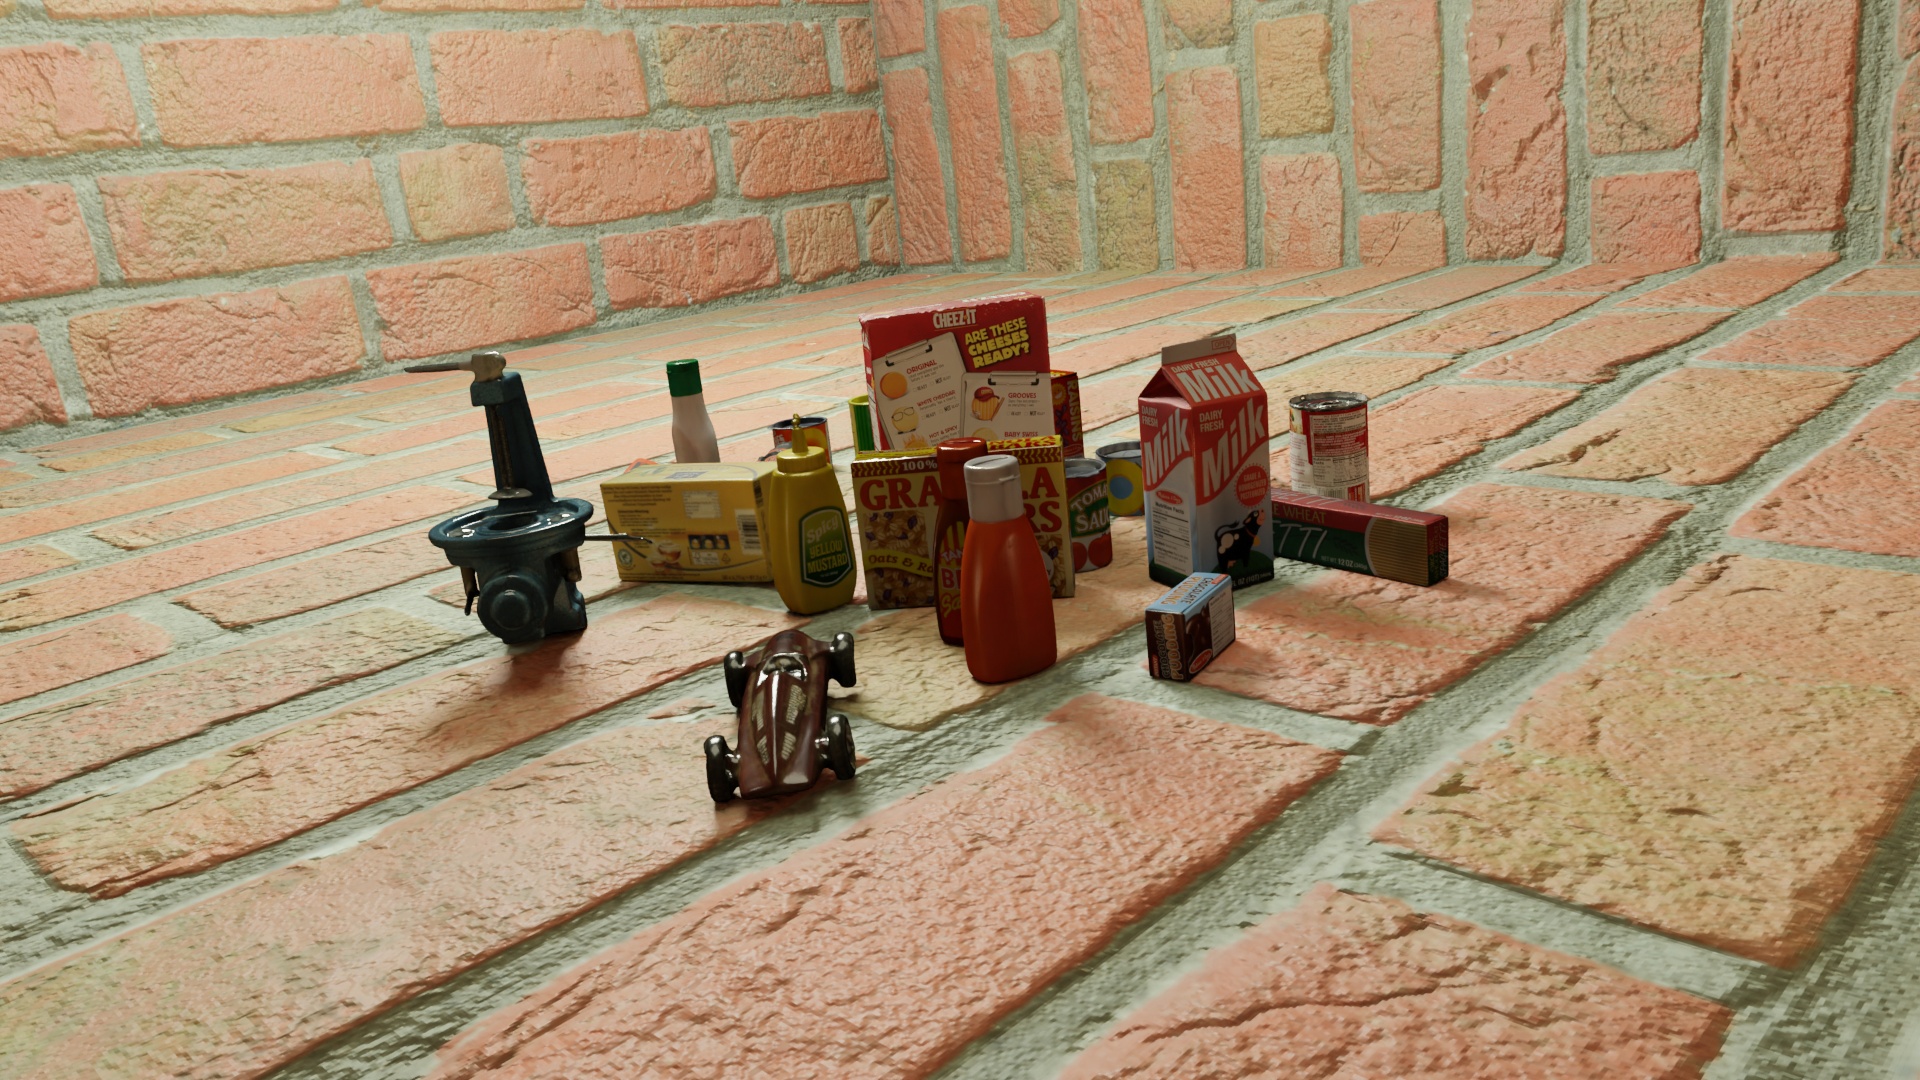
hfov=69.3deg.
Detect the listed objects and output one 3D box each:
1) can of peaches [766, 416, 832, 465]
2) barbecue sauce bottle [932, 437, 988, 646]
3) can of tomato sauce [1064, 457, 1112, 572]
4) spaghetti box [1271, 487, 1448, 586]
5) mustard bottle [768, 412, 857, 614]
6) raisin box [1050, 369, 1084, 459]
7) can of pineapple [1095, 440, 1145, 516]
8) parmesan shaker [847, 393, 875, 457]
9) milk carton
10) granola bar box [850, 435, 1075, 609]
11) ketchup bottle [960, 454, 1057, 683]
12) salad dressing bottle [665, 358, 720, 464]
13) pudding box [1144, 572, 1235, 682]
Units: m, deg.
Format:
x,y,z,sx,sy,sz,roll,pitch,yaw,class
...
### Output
x,y,z,sx,sy,sz,roll,pitch,yaw,class
-0.186,-0.110,1.619,0.071,0.058,0.071,-6,16,2,can of peaches
0.009,0.001,1.003,0.065,0.148,0.044,-1,17,20,barbecue sauce bottle
0.094,-0.021,1.163,0.071,0.082,0.071,-6,16,2,can of tomato sauce
0.276,-0.011,1.119,0.029,0.050,0.250,-18,20,-35,spaghetti box
-0.123,-0.023,1.113,0.065,0.159,0.049,-17,19,-33,mustard bottle
0.085,-0.109,1.397,0.040,0.123,0.086,-15,18,-29,raisin box
0.164,-0.059,1.312,0.071,0.057,0.071,-6,16,2,can of pineapple
-0.079,-0.102,1.471,0.071,0.102,0.071,-6,16,2,parmesan shaker
0.188,-0.060,1.068,0.072,0.190,0.073,-14,17,-25,milk carton
0.004,-0.014,1.099,0.165,0.123,0.039,-4,16,8,granola bar box
0.029,0.018,0.935,0.065,0.148,0.043,-15,18,-28,ketchup bottle
-0.305,-0.131,1.578,0.044,0.147,0.064,-18,19,-35,salad dressing bottle
0.155,0.056,0.933,0.030,0.049,0.084,4,19,33,pudding box
